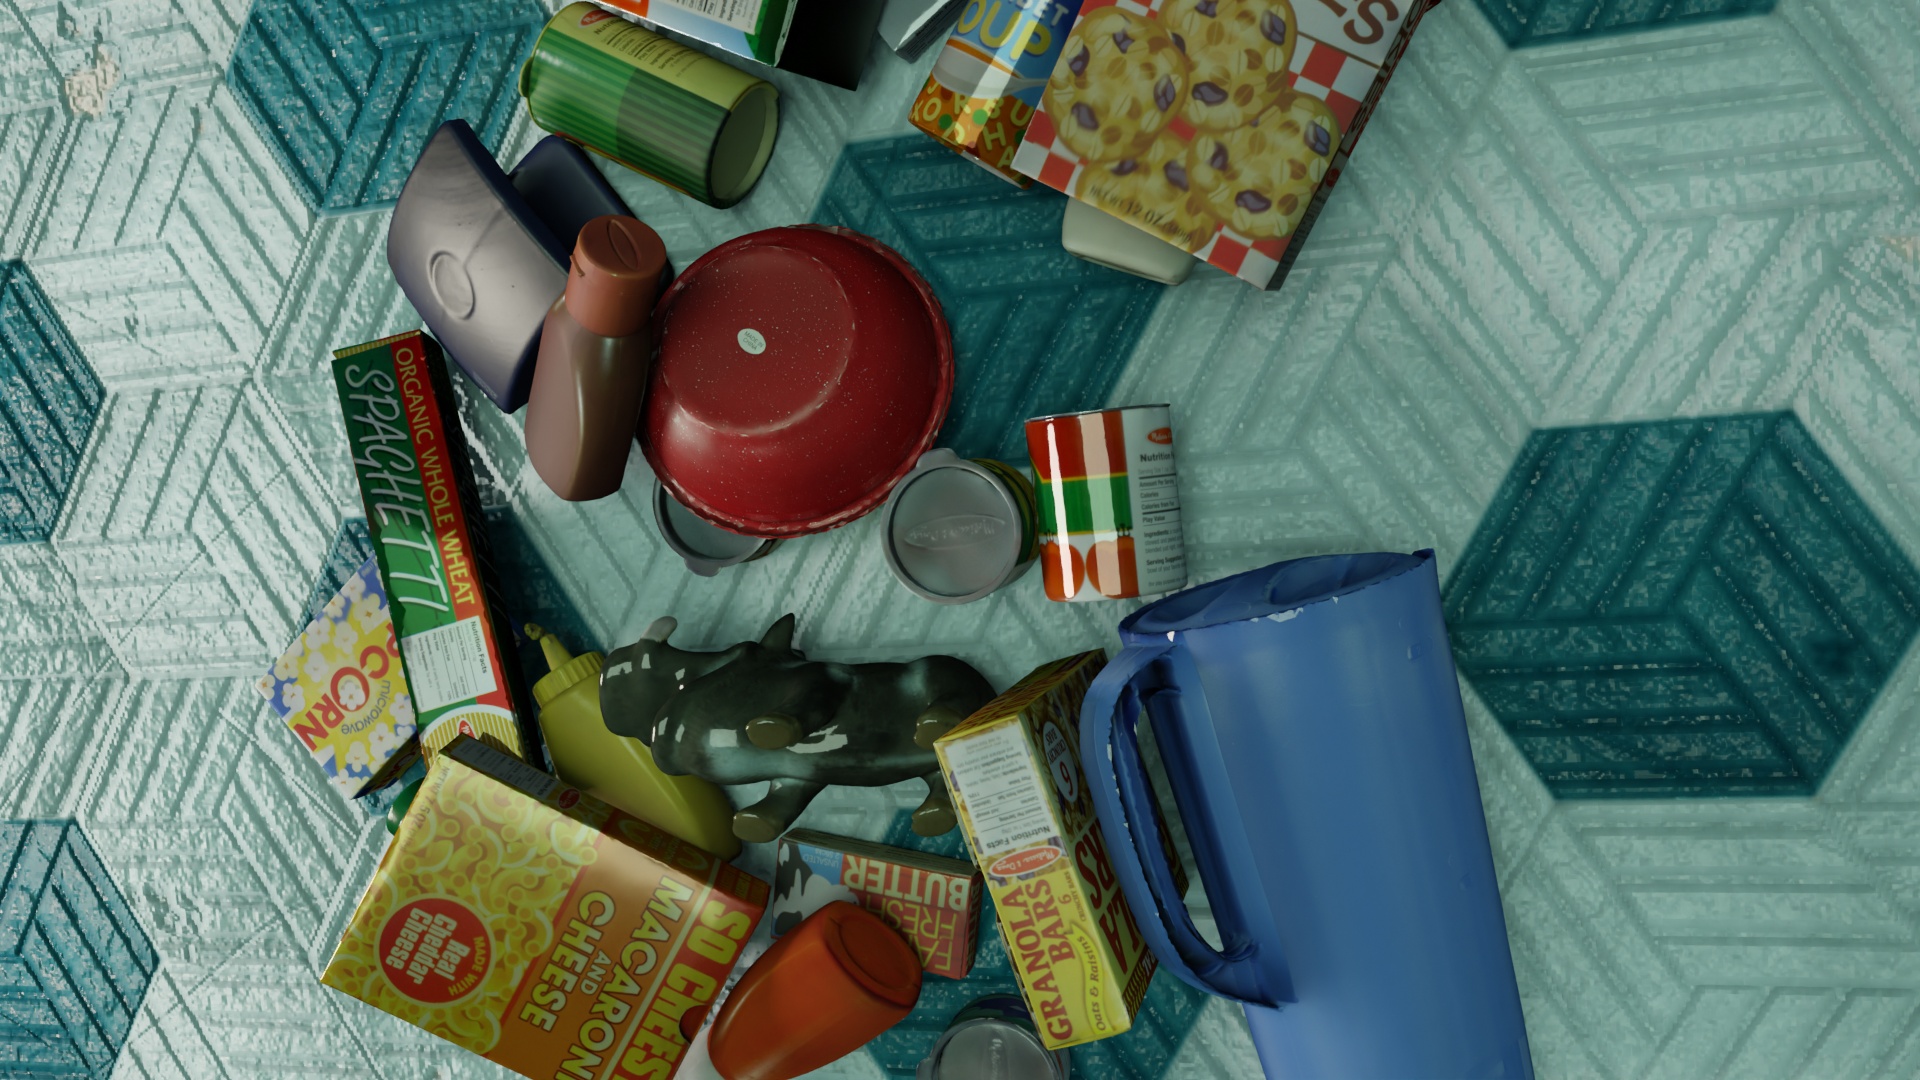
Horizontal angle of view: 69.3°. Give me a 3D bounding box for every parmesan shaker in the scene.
[{"bbox_3d":[-0.149,-0.209,0.671,0.103,0.071,0.071,27,100,11],"label":"parmesan shaker"}]

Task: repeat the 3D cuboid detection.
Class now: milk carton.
[{"bbox_3d":[-0.132,-0.278,0.650,0.191,0.072,0.073,26,108,20],"label":"milk carton"}]

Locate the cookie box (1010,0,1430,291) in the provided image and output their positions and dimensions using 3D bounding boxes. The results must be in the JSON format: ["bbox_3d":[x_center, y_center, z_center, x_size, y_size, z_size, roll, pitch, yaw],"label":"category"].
[{"bbox_3d":[0.112,-0.204,0.567,0.123,0.040,0.167,30,108,15],"label":"cookie box"}]

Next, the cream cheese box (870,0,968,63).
[{"bbox_3d":[-0.005,-0.281,0.655,0.103,0.024,0.053,-39,85,14],"label":"cream cheese box"}]

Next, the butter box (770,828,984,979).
[{"bbox_3d":[-0.042,0.179,0.690,0.103,0.024,0.053,8,96,14],"label":"butter box"}]

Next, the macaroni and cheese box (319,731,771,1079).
[{"bbox_3d":[-0.192,0.184,0.653,0.166,0.040,0.123,28,94,-6],"label":"macaroni and cheese box"}]

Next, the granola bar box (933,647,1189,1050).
[{"bbox_3d":[0.049,0.121,0.591,0.039,0.166,0.124,-21,88,17],"label":"granola bar box"}]

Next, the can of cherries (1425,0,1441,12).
[{"bbox_3d":[0.186,-0.259,0.589,0.071,0.058,0.071,1,93,14],"label":"can of cherries"}]

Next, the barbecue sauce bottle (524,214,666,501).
[{"bbox_3d":[-0.165,-0.082,0.626,0.065,0.044,0.147,62,146,22],"label":"barbecue sauce bottle"}]

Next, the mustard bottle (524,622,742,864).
[{"bbox_3d":[-0.175,0.107,0.707,0.065,0.049,0.160,-34,84,17],"label":"mustard bottle"}]

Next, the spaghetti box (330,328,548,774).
[{"bbox_3d":[-0.261,0.018,0.698,0.050,0.028,0.250,-16,82,0],"label":"spaghetti box"}]

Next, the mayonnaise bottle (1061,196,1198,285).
[{"bbox_3d":[0.096,-0.194,0.626,0.065,0.041,0.148,19,97,13],"label":"mayonnaise bottle"}]

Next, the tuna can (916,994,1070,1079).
[{"bbox_3d":[0.017,0.258,0.675,0.071,0.033,0.071,1,93,14],"label":"tuna can"}]

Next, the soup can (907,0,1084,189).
[{"bbox_3d":[0.022,-0.212,0.627,0.071,0.071,0.083,32,101,11],"label":"soup can"}]

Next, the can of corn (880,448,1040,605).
[{"bbox_3d":[0.002,-0.008,0.650,0.071,0.058,0.071,1,94,15],"label":"can of corn"}]

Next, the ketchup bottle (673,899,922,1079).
[{"bbox_3d":[-0.088,0.235,0.679,0.064,0.044,0.148,42,118,-12],"label":"ketchup bottle"}]

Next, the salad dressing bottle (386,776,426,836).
[{"bbox_3d":[-0.232,0.174,0.721,0.148,0.064,0.043,28,116,17],"label":"salad dressing bottle"}]

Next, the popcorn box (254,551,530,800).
[{"bbox_3d":[-0.303,0.065,0.743,0.126,0.038,0.085,-44,84,13],"label":"popcorn box"}]

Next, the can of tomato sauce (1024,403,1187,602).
[{"bbox_3d":[0.065,-0.017,0.631,0.071,0.071,0.083,-6,93,15],"label":"can of tomato sauce"}]

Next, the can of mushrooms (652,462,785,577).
[{"bbox_3d":[-0.117,-0.018,0.694,0.071,0.033,0.071,1,93,14],"label":"can of mushrooms"}]
